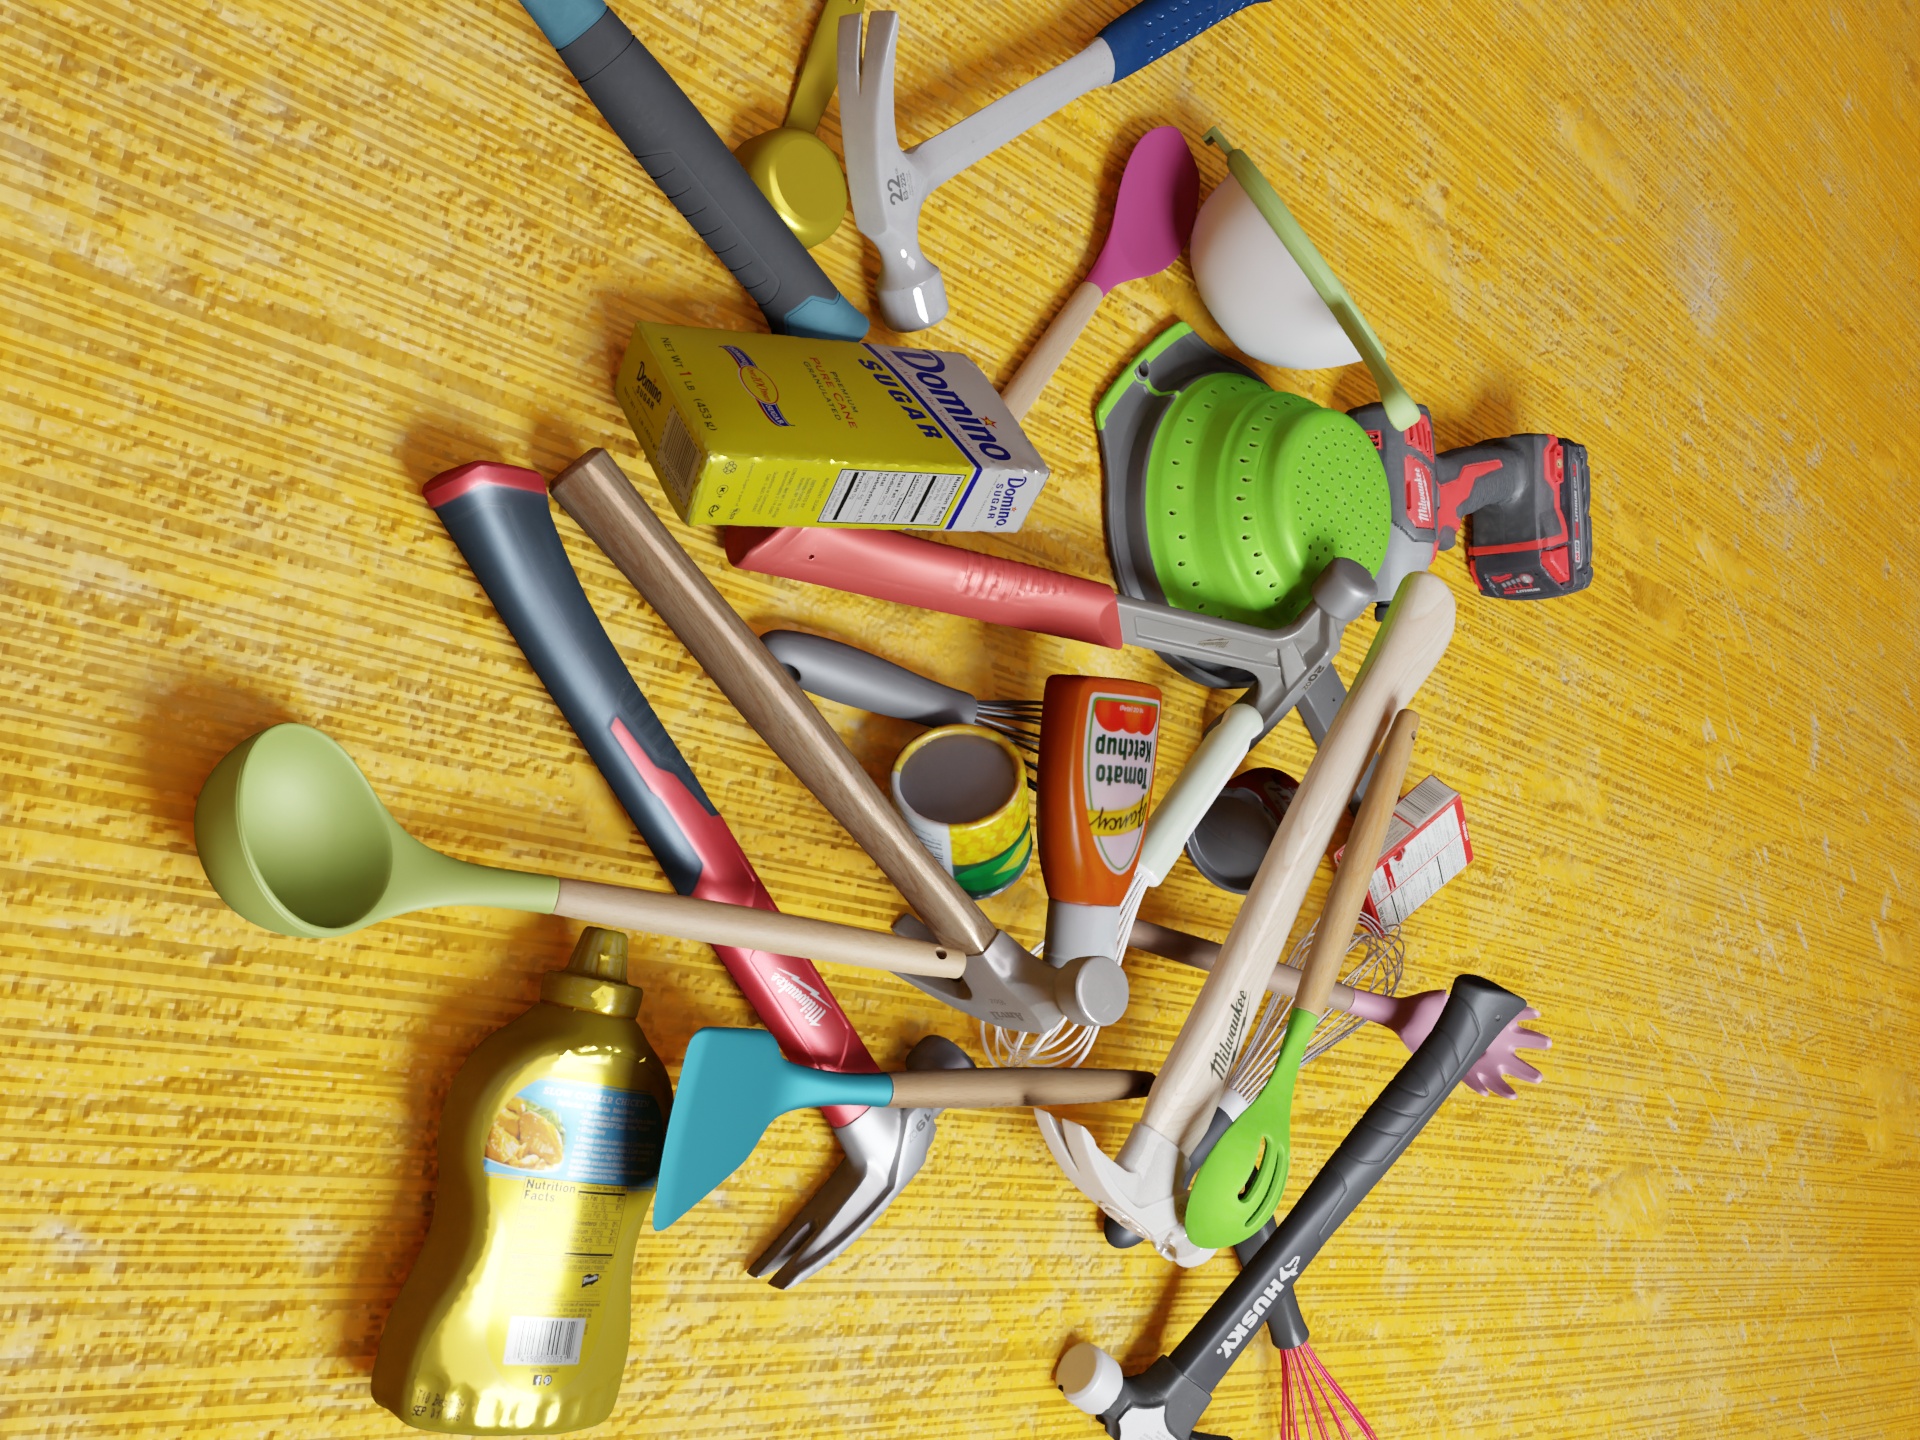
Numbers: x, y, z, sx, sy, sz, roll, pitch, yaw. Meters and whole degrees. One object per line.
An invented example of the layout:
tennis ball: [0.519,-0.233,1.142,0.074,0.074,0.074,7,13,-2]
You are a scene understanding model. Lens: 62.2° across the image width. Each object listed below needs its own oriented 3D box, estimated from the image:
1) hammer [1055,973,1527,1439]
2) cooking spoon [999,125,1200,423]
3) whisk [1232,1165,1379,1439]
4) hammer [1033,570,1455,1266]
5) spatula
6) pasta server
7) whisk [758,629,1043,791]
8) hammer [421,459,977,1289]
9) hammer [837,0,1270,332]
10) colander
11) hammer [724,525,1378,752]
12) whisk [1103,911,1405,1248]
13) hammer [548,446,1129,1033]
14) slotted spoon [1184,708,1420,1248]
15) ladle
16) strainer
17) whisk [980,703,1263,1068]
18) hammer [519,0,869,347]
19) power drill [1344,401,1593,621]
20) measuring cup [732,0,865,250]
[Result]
hammer: [0.207,0.279,0.897,0.335,0.035,0.146,-49,117,-6]
cooking spoon: [0.060,-0.220,0.877,0.068,0.017,0.319,53,56,-35]
whisk: [0.204,0.389,0.958,0.073,0.073,0.296,-26,100,-39]
hammer: [0.173,0.079,0.862,0.146,0.038,0.411,48,63,-38]
spatula: [-0.009,0.175,0.731,0.317,0.044,0.082,10,93,-41]
pasta server: [0.205,0.155,0.918,0.316,0.040,0.060,19,85,-20]
whisk: [-0.002,-0.003,0.799,0.238,0.055,0.055,19,76,-35]
hammer: [-0.124,0.067,0.689,0.143,0.038,0.386,-43,116,-32]
hammer: [0.071,-0.361,0.865,0.405,0.035,0.144,-44,134,-36]
colander: [0.227,-0.060,0.969,0.204,0.094,0.396,-49,119,-32]
hammer: [0.045,-0.053,0.818,0.358,0.149,0.037,10,43,-32]
whisk: [0.177,0.210,0.946,0.284,0.070,0.070,-39,114,-30]
hammer: [-0.064,0.018,0.709,0.331,0.130,0.031,51,57,-15]
slotted spoon: [0.191,0.131,0.842,0.070,0.031,0.314,42,65,-42]
ladle: [-0.131,0.068,0.628,0.320,0.062,0.078,14,52,-28]
strainer: [0.188,-0.221,0.897,0.151,0.069,0.257,42,24,-35]
whisk: [0.092,0.088,0.850,0.059,0.057,0.246,35,73,6]
hammer: [-0.148,-0.273,0.655,0.128,0.033,0.330,-34,128,11]
power drill: [0.342,-0.137,1.091,0.219,0.078,0.143,-1,89,-39]
measuring cup: [-0.065,-0.296,0.758,0.062,0.029,0.156,27,73,-38]
